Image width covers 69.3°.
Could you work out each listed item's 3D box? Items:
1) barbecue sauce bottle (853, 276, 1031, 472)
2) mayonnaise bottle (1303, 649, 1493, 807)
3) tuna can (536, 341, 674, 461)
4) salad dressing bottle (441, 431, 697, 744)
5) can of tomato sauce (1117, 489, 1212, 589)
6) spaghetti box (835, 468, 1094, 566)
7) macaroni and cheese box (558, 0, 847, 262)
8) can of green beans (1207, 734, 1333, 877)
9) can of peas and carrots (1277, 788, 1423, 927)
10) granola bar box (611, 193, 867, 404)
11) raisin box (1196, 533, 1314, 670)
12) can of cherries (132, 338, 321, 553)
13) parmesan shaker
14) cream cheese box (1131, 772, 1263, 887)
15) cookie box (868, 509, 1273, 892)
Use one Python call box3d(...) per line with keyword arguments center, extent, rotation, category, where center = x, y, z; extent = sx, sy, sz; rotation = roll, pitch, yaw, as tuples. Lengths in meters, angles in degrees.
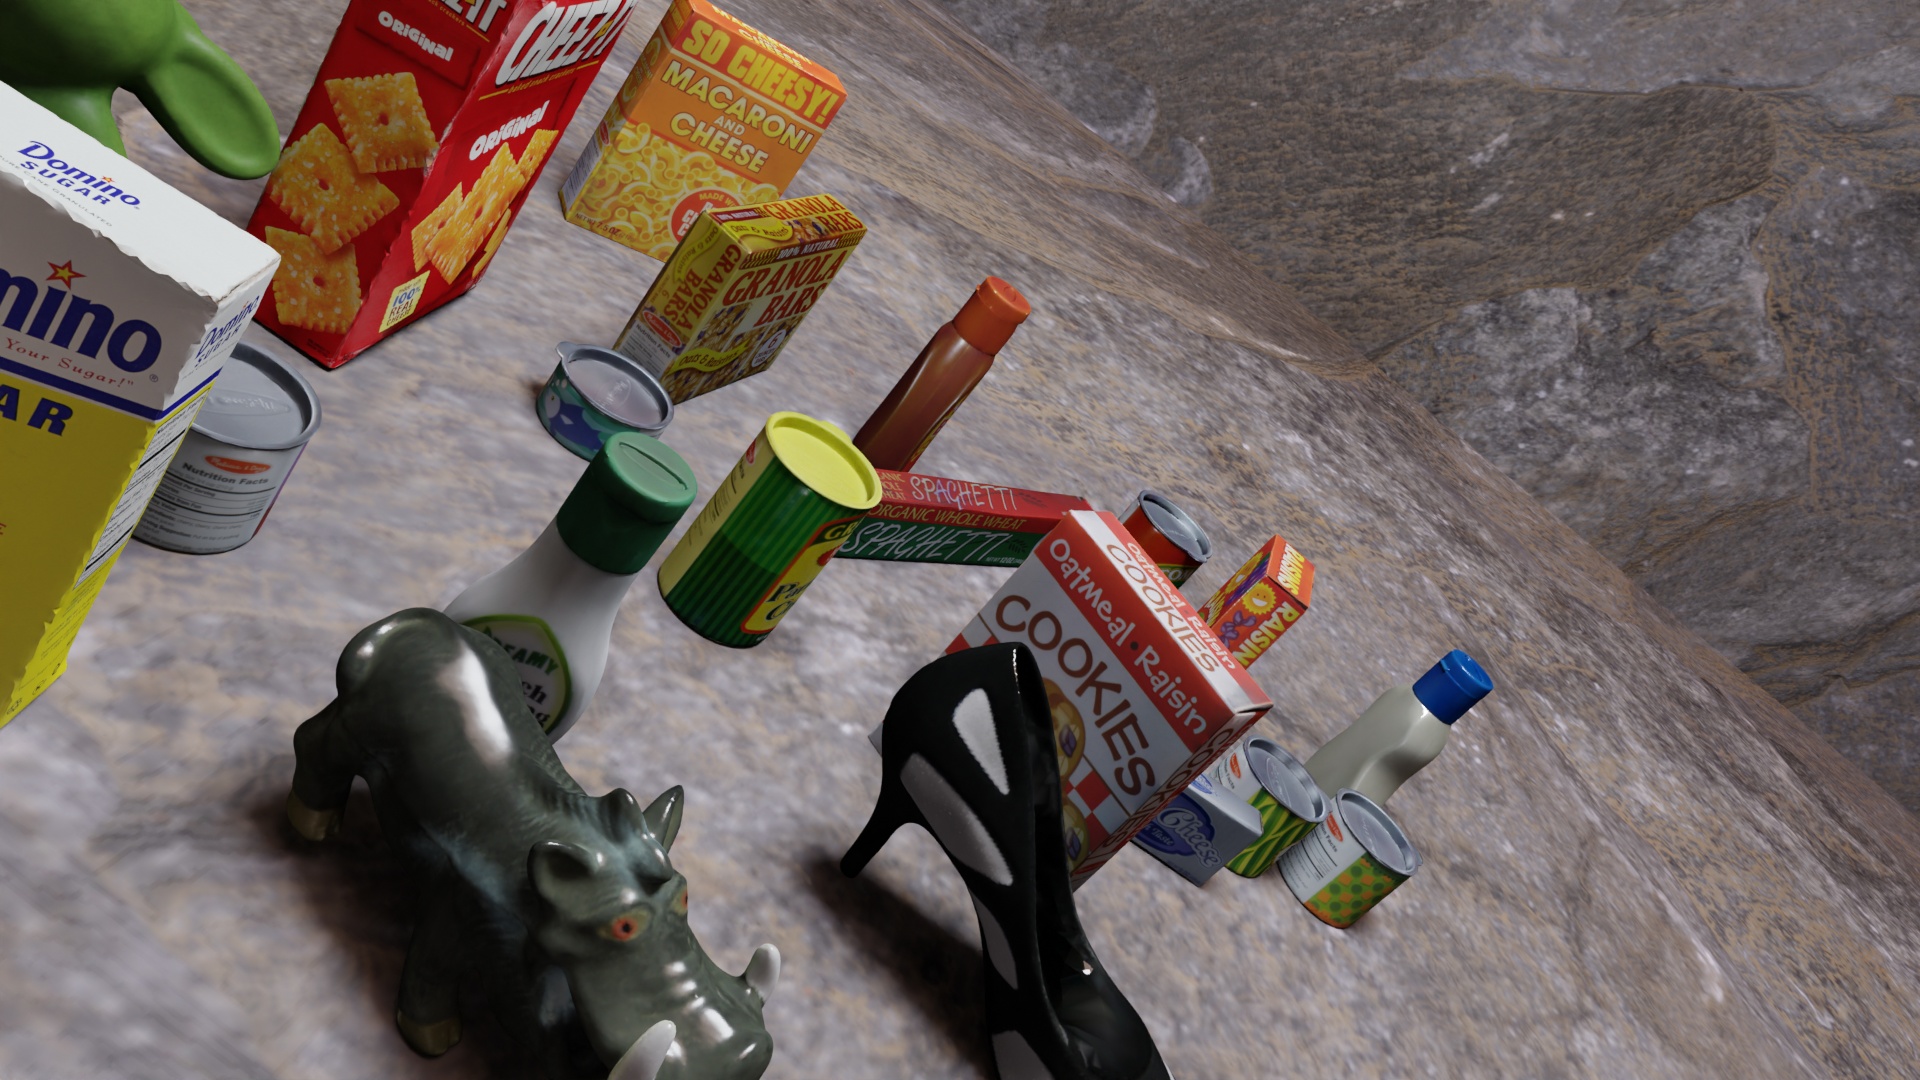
box3d(center=(-0.012, -0.107, 0.916), extent=(0.043, 0.148, 0.065), rotation=(36, 25, -9), category="barbecue sauce bottle")
box3d(center=(0.296, 0.136, 0.946), extent=(0.041, 0.147, 0.065), rotation=(31, 26, -19), category="mayonnaise bottle")
box3d(center=(-0.193, -0.073, 0.746), extent=(0.071, 0.032, 0.071), rotation=(32, 26, -18), category="tuna can")
box3d(center=(-0.150, 0.024, 0.511), extent=(0.064, 0.147, 0.044), rotation=(35, 25, -12), category="salad dressing bottle")
box3d(center=(0.127, 0.018, 0.983), extent=(0.071, 0.082, 0.071), rotation=(32, 26, -18), category="can of tomato sauce")
box3d(center=(0.003, -0.011, 0.897), extent=(0.250, 0.050, 0.029), rotation=(4, 43, -52), category="spaghetti box")
box3d(center=(-0.174, -0.266, 0.932), extent=(0.124, 0.165, 0.040), rotation=(18, 33, -40), category="macaroni and cheese box")
box3d(center=(0.180, 0.162, 0.848), extent=(0.071, 0.057, 0.071), rotation=(32, 26, -18), category="can of green beans")
box3d(center=(0.244, 0.201, 0.873), extent=(0.071, 0.058, 0.071), rotation=(32, 26, -18), category="can of peas and carrots")
box3d(center=(-0.135, -0.147, 0.841), extent=(0.039, 0.123, 0.166), rotation=(42, 25, 3), category="granola bar box")
box3d(center=(0.184, 0.061, 0.942), extent=(0.040, 0.123, 0.086), rotation=(41, 25, 1), category="raisin box")
box3d(center=(-0.288, -0.039, 0.528), extent=(0.071, 0.058, 0.072), rotation=(32, 26, -18), category="can of cherries")
box3d(center=(-0.094, -0.005, 0.689), extent=(0.071, 0.102, 0.071), rotation=(32, 26, -18), category="parmesan shaker")
box3d(center=(0.114, 0.148, 0.785), extent=(0.104, 0.053, 0.024), rotation=(36, 25, -10), category="cream cheese box")
box3d(center=(0.047, 0.086, 0.659), extent=(0.040, 0.166, 0.123), rotation=(2, 45, -54), category="cookie box")
